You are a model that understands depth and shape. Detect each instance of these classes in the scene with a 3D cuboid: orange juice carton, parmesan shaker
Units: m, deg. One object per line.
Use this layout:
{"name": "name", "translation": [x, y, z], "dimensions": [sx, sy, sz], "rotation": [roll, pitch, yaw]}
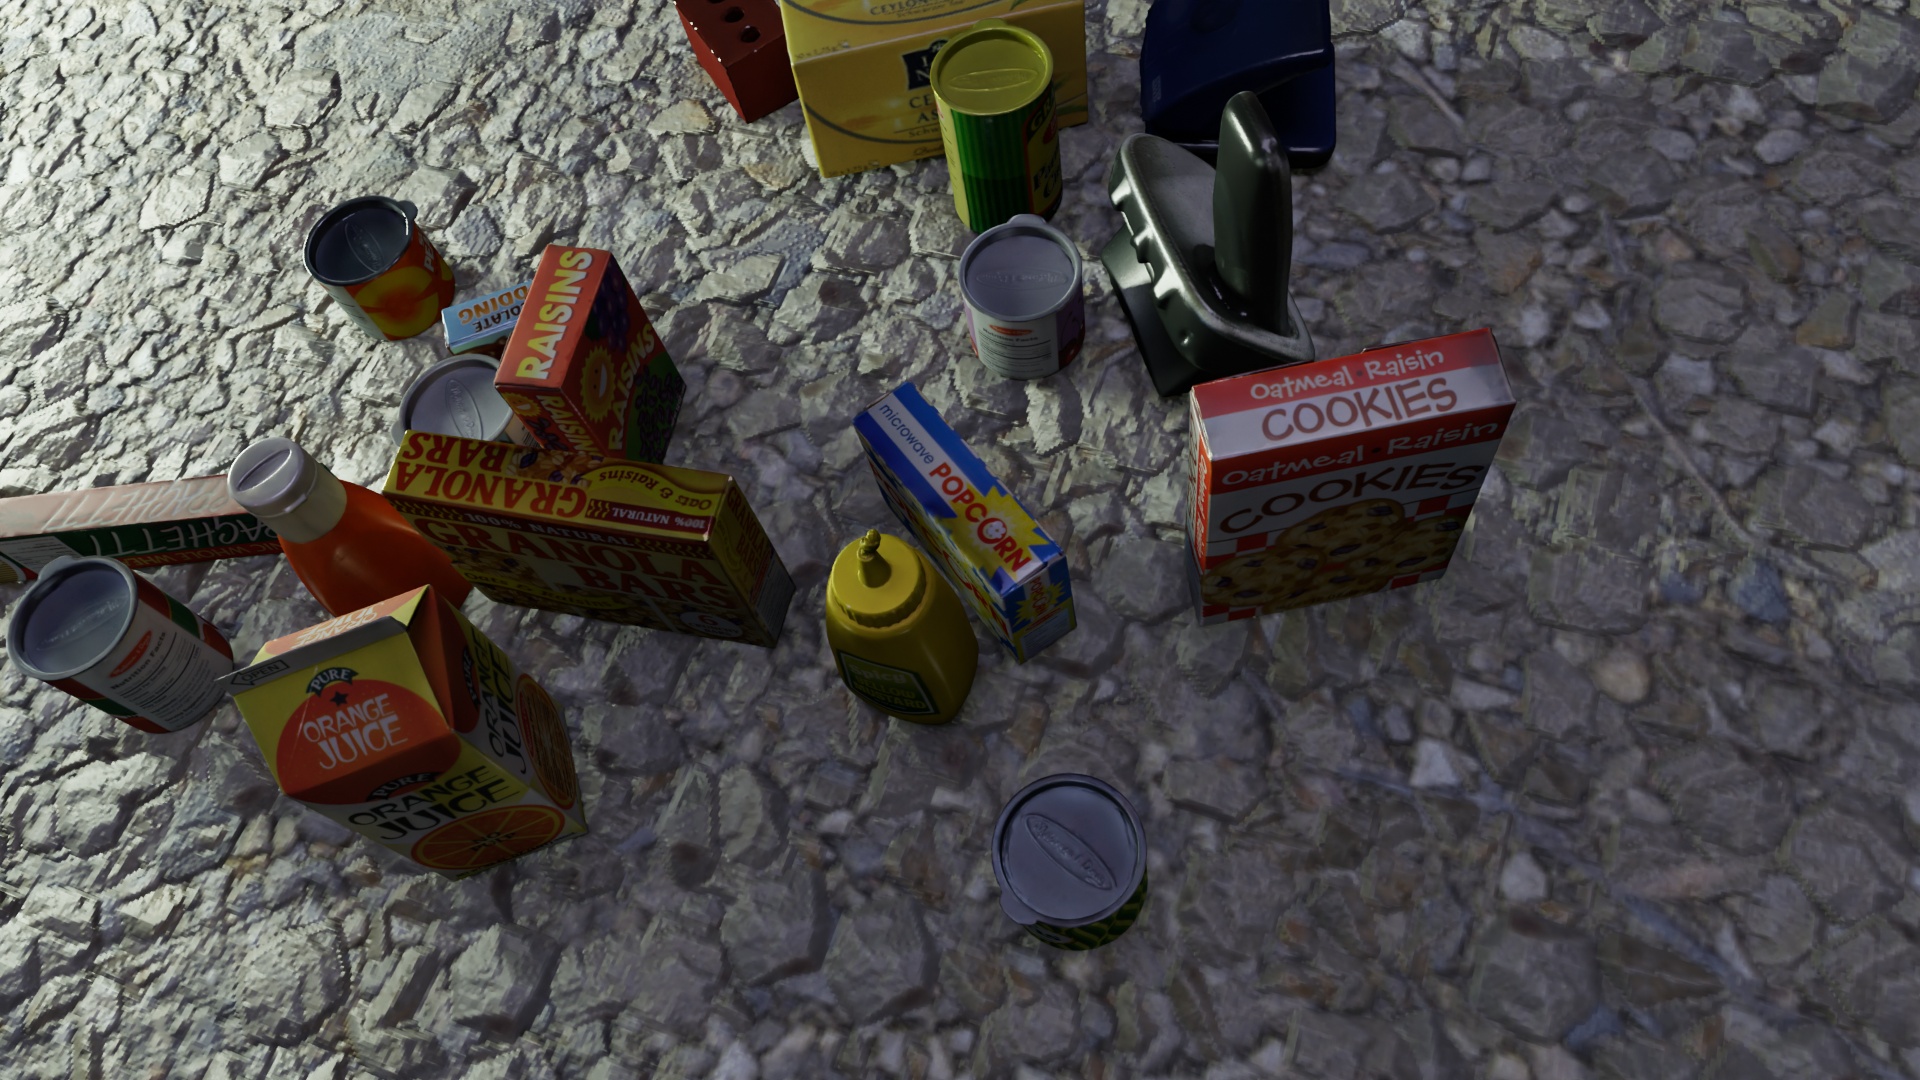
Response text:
{"name": "orange juice carton", "translation": [-0.237, 0.083, 0.609], "dimensions": [0.072, 0.192, 0.073], "rotation": [-20, 62, -2]}
{"name": "parmesan shaker", "translation": [0.023, -0.231, 0.786], "dimensions": [0.071, 0.102, 0.071], "rotation": [-3, 63, 7]}

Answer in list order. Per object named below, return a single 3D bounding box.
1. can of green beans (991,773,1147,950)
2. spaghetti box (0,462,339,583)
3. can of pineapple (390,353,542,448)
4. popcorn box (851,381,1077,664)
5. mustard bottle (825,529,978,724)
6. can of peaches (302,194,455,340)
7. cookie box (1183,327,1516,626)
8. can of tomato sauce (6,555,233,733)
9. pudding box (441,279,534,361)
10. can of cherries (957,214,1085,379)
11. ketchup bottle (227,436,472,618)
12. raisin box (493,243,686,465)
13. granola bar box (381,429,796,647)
{"name": "can of green beans", "translation": [0.049, 0.143, 0.614], "dimensions": [0.071, 0.057, 0.071], "rotation": [-3, 63, 6]}
{"name": "spaghetti box", "translation": [-0.457, -0.007, 0.768], "dimensions": [0.250, 0.050, 0.029], "rotation": [-6, 62, 5]}
{"name": "can of pineapple", "translation": [-0.266, -0.059, 0.763], "dimensions": [0.071, 0.057, 0.071], "rotation": [-3, 63, 6]}
{"name": "popcorn box", "translation": [0.002, -0.009, 0.684], "dimensions": [0.038, 0.085, 0.127], "rotation": [-35, 64, -10]}
{"name": "mustard bottle", "translation": [-0.031, 0.036, 0.623], "dimensions": [0.065, 0.159, 0.049], "rotation": [14, 66, 15]}
{"name": "can of peaches", "translation": [-0.343, -0.163, 0.828], "dimensions": [0.071, 0.057, 0.071], "rotation": [-3, 63, 6]}
{"name": "cookie box", "translation": [0.165, -0.023, 0.622], "dimensions": [0.123, 0.166, 0.040], "rotation": [-11, 62, 2]}
{"name": "can of tomato sauce", "translation": [-0.429, 0.054, 0.713], "dimensions": [0.071, 0.082, 0.071], "rotation": [-3, 63, 7]}
{"name": "pudding box", "translation": [-0.248, -0.121, 0.798], "dimensions": [0.084, 0.049, 0.030], "rotation": [-20, 62, -2]}
{"name": "can of cherries", "translation": [0.036, -0.132, 0.758], "dimensions": [0.071, 0.058, 0.072], "rotation": [-3, 63, 6]}
{"name": "ketchup bottle", "translation": [-0.301, 0.002, 0.685], "dimensions": [0.065, 0.148, 0.043], "rotation": [-43, 65, -14]}
{"name": "raisin box", "translation": [-0.190, -0.082, 0.728], "dimensions": [0.040, 0.123, 0.086], "rotation": [7, 64, 12]}
{"name": "granola bar box", "translation": [-0.177, 0.002, 0.682], "dimensions": [0.165, 0.123, 0.039], "rotation": [8, 65, 12]}
